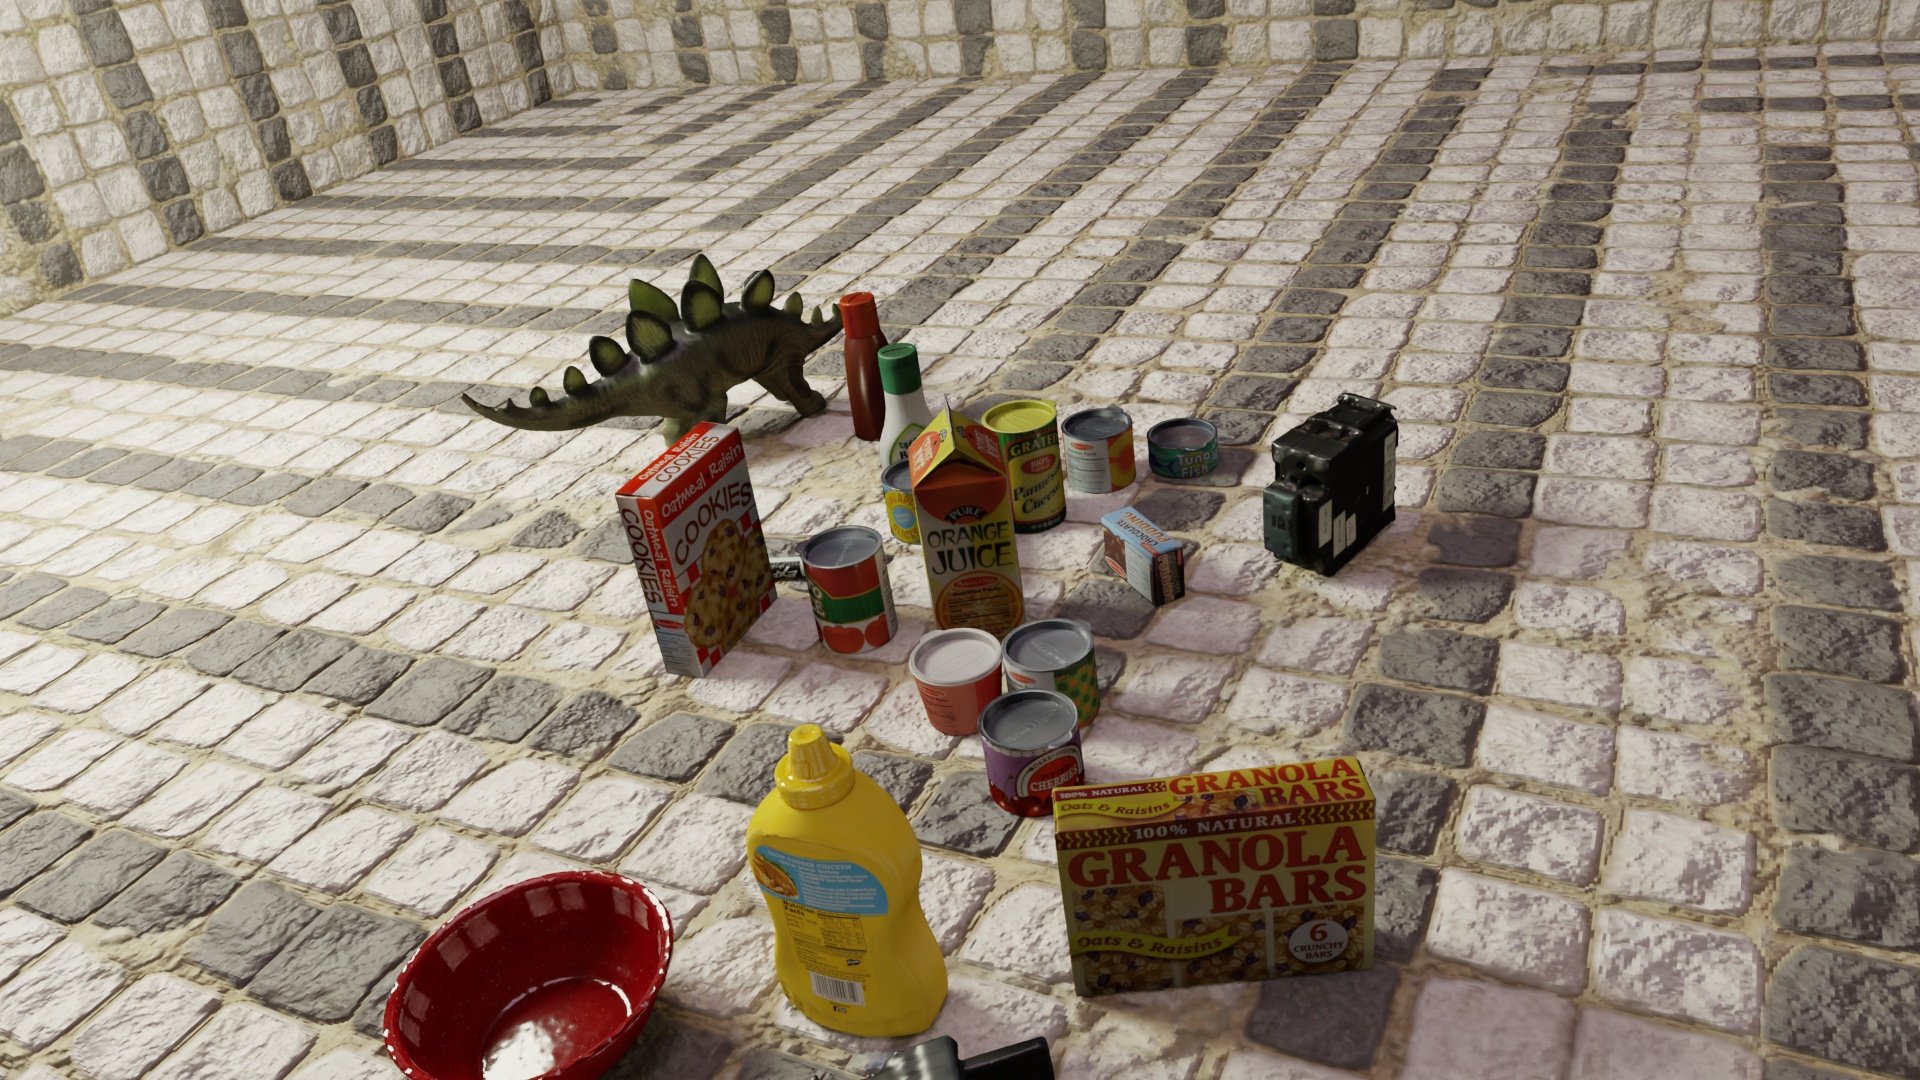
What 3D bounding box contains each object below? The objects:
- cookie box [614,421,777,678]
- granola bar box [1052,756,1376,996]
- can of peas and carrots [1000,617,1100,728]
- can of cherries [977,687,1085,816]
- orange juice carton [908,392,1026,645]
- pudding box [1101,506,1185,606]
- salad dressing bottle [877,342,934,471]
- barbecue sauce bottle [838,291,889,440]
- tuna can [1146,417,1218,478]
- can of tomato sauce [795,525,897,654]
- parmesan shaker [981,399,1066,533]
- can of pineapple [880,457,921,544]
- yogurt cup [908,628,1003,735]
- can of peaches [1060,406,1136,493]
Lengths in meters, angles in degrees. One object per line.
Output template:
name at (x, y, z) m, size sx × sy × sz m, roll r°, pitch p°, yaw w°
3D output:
cookie box at (-0.209, 0.006, 1.119) m, size 0.040 × 0.166 × 0.123 m, roll 5°, pitch 32°, yaw 24°
granola bar box at (0.138, 0.184, 0.757) m, size 0.165 × 0.123 × 0.039 m, roll -7°, pitch 29°, yaw 4°
can of peas and carrots at (0.067, 0.096, 0.996) m, size 0.071 × 0.058 × 0.071 m, roll -7°, pitch 29°, yaw 4°
can of cherries at (0.049, 0.142, 0.922) m, size 0.071 × 0.058 × 0.072 m, roll -7°, pitch 29°, yaw 4°
orange juice carton at (0.004, -0.013, 1.070) m, size 0.073 × 0.191 × 0.072 m, roll -9°, pitch 29°, yaw 1°
pudding box at (0.148, 0.012, 1.131) m, size 0.030 × 0.049 × 0.084 m, roll -19°, pitch 31°, yaw -17°
salad dressing bottle at (-0.049, -0.111, 1.300) m, size 0.064 × 0.147 × 0.044 m, roll -14°, pitch 29°, yaw -8°
barbecue sauce bottle at (-0.094, -0.181, 1.436) m, size 0.043 × 0.147 × 0.065 m, roll 7°, pitch 33°, yaw 26°
tuna can at (0.210, -0.086, 1.303) m, size 0.071 × 0.032 × 0.071 m, roll -7°, pitch 29°, yaw 4°
can of tomato sauce at (-0.090, 0.040, 1.114) m, size 0.071 × 0.082 × 0.071 m, roll -7°, pitch 29°, yaw 4°
parmesan shaker at (0.061, -0.066, 1.238) m, size 0.071 × 0.102 × 0.071 m, roll -7°, pitch 29°, yaw 4°
can of pineapple at (-0.036, -0.036, 1.257) m, size 0.071 × 0.057 × 0.071 m, roll -7°, pitch 29°, yaw 4°
yogurt cup at (0.000, 0.104, 1.006) m, size 0.072 × 0.053 × 0.073 m, roll -7°, pitch 29°, yaw 4°
can of peaches at (0.131, -0.085, 1.297) m, size 0.071 × 0.057 × 0.071 m, roll -7°, pitch 29°, yaw 4°
